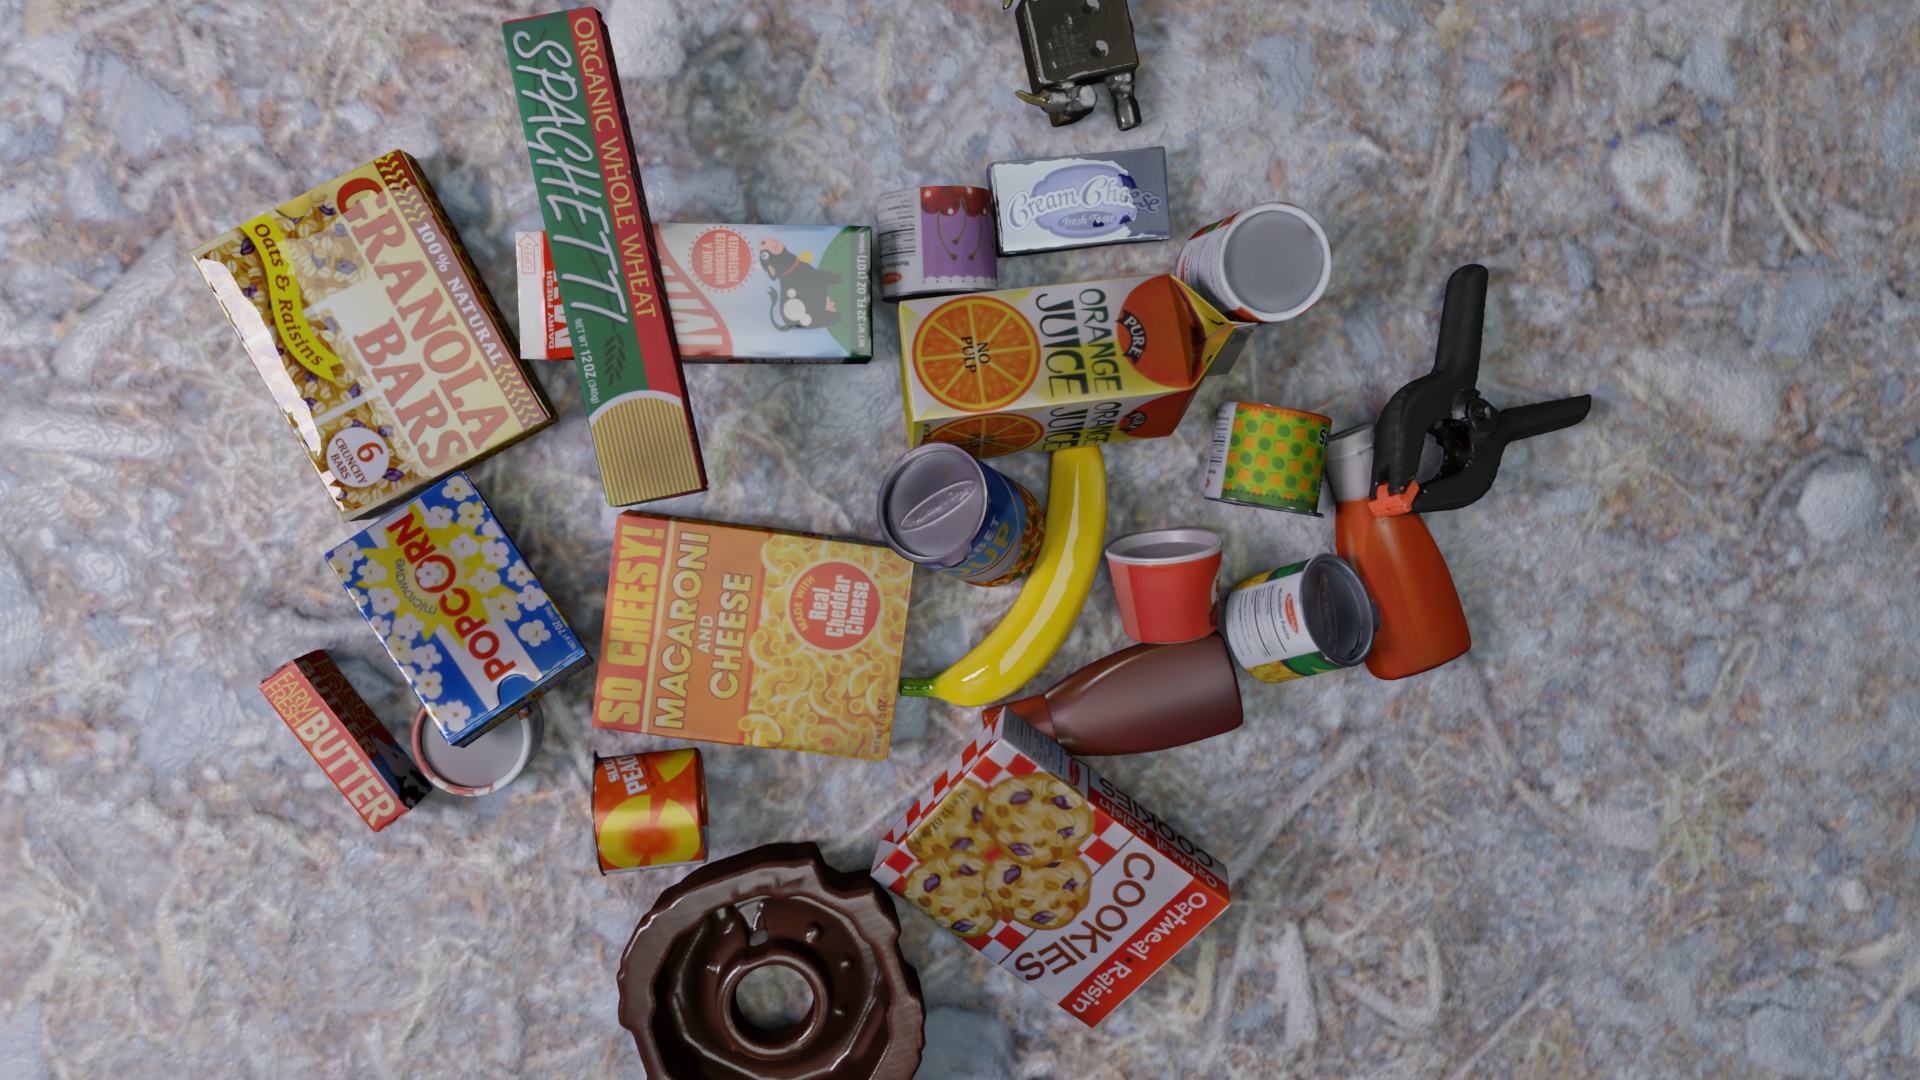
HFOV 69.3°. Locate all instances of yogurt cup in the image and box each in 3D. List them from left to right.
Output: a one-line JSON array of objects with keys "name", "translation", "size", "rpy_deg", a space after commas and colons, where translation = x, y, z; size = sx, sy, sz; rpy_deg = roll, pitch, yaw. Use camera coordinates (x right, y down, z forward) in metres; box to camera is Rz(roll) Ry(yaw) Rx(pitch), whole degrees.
[{"name": "yogurt cup", "translation": [0.120, 0.027, 0.809], "size": [0.072, 0.072, 0.053], "rpy_deg": [-8, 103, -6]}]

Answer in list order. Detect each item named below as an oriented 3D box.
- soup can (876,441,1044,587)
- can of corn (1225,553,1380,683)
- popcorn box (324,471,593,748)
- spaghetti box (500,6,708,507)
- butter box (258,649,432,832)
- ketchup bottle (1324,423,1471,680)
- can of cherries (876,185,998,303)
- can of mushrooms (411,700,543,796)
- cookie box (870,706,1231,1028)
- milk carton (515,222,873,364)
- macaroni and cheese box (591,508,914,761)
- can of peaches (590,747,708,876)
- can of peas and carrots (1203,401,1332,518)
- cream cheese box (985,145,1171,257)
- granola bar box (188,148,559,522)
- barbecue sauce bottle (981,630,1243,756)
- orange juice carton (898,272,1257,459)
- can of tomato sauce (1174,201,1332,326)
[{"name": "soup can", "translation": [0.003, -0.010, 0.770], "size": [0.071, 0.083, 0.071], "rpy_deg": [-6, 76, 24]}, {"name": "can of corn", "translation": [0.199, 0.047, 0.810], "size": [0.071, 0.058, 0.071], "rpy_deg": [14, 67, -35]}, {"name": "popcorn box", "translation": [-0.271, 0.037, 0.754], "size": [0.085, 0.038, 0.127], "rpy_deg": [-35, 82, -15]}, {"name": "spaghetti box", "translation": [-0.180, -0.142, 0.704], "size": [0.050, 0.029, 0.249], "rpy_deg": [-12, 94, -3]}, {"name": "butter box", "translation": [-0.337, 0.109, 0.765], "size": [0.024, 0.053, 0.103], "rpy_deg": [-36, 97, -5]}, {"name": "ketchup bottle", "translation": [0.255, 0.005, 0.832], "size": [0.065, 0.043, 0.148], "rpy_deg": [-20, 96, -8]}, {"name": "can of cherries", "translation": [-0.011, -0.165, 0.780], "size": [0.071, 0.071, 0.058], "rpy_deg": [-4, 94, -6]}, {"name": "can of mushrooms", "translation": [-0.274, 0.108, 0.782], "size": [0.071, 0.033, 0.071], "rpy_deg": [-1, 95, -7]}, {"name": "cookie box", "translation": [0.053, 0.191, 0.802], "size": [0.167, 0.040, 0.122], "rpy_deg": [37, 112, -10]}, {"name": "milk carton", "translation": [-0.144, -0.134, 0.761], "size": [0.191, 0.073, 0.072], "rpy_deg": [-1, 94, -6]}, {"name": "macaroni and cheese box", "translation": [-0.117, 0.054, 0.794], "size": [0.166, 0.040, 0.123], "rpy_deg": [8, 93, -8]}, {"name": "can of peaches", "translation": [-0.173, 0.149, 0.780], "size": [0.058, 0.071, 0.071], "rpy_deg": [-4, 95, -7]}, {"name": "can of peas and carrots", "translation": [0.181, -0.047, 0.809], "size": [0.071, 0.071, 0.058], "rpy_deg": [8, 93, -7]}, {"name": "cream cheese box", "translation": [0.069, -0.196, 0.806], "size": [0.104, 0.024, 0.053], "rpy_deg": [-7, 94, -6]}, {"name": "granola bar box", "translation": [-0.317, -0.110, 0.759], "size": [0.124, 0.039, 0.165], "rpy_deg": [-28, 97, -4]}, {"name": "barbecue sauce bottle", "translation": [0.088, 0.099, 0.820], "size": [0.149, 0.043, 0.065], "rpy_deg": [-14, 95, -5]}, {"name": "orange juice carton", "translation": [0.064, -0.096, 0.775], "size": [0.193, 0.071, 0.073], "rpy_deg": [-7, 72, -4]}, {"name": "can of tomato sauce", "translation": [0.167, -0.155, 0.791], "size": [0.071, 0.083, 0.071], "rpy_deg": [-1, 95, -7]}]
